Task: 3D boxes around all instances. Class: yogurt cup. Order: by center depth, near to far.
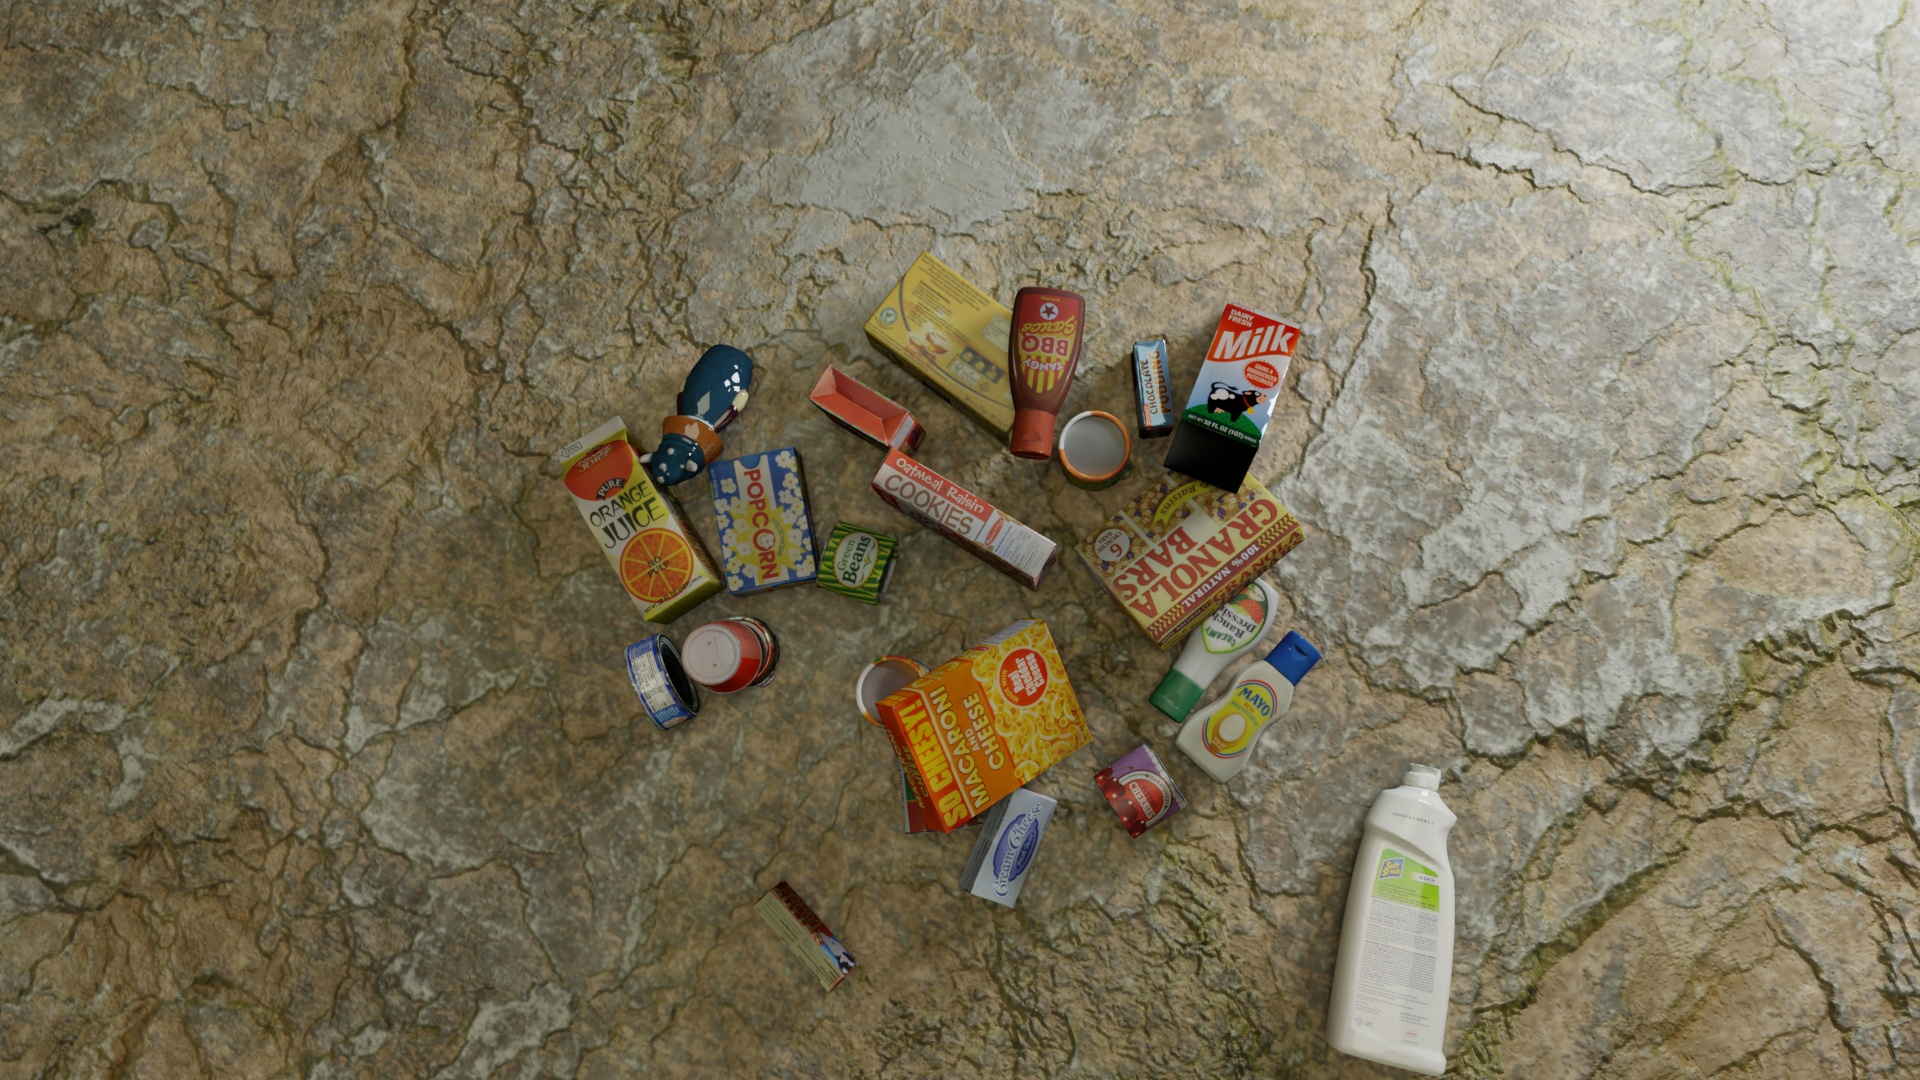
[{"bbox_3d":[-0.217,0.103,1.247,0.072,0.054,0.072,0,83,4],"label":"yogurt cup"}]

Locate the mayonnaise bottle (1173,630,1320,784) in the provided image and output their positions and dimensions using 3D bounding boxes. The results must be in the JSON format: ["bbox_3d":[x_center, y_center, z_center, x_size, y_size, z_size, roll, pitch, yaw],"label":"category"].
[{"bbox_3d":[0.261,0.146,1.245,0.065,0.041,0.148,42,88,10],"label":"mayonnaise bottle"}]

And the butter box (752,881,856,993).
[{"bbox_3d":[-0.139,0.353,1.244,0.024,0.053,0.103,-44,81,1],"label":"butter box"}]

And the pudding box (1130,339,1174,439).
[{"bbox_3d":[0.177,-0.140,1.285,0.030,0.049,0.084,-6,82,2],"label":"pudding box"}]

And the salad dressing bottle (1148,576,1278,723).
[{"bbox_3d":[0.227,0.096,1.253,0.064,0.044,0.147,36,87,11],"label":"salad dressing bottle"}]

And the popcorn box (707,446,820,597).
[{"bbox_3d":[-0.183,-0.017,1.303,0.085,0.038,0.127,-12,82,4],"label":"popcorn box"}]

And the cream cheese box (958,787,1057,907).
[{"bbox_3d":[0.042,0.271,1.242,0.053,0.024,0.104,27,84,-32],"label":"cream cheese box"}]

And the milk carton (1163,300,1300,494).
[{"bbox_3d":[0.250,-0.142,1.248,0.072,0.073,0.191,22,57,8],"label":"milk carton"}]

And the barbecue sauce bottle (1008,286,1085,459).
[{"bbox_3d":[0.071,-0.147,1.229,0.065,0.043,0.148,8,82,1],"label":"barbecue sauce bottle"}]

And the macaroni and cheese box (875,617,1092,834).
[{"bbox_3d":[0.022,0.159,1.210,0.167,0.040,0.123,-28,101,-28],"label":"macaroni and cheese box"}]

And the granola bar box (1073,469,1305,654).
[{"bbox_3d":[0.204,0.003,1.248,0.165,0.039,0.124,-39,59,-1],"label":"granola bar box"}]

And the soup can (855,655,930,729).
[{"bbox_3d":[-0.054,0.138,1.249,0.071,0.083,0.071,0,83,4],"label":"soup can"}]

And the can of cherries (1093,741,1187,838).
[{"bbox_3d":[0.159,0.222,1.228,0.058,0.071,0.071,-32,82,0],"label":"can of cherries"}]

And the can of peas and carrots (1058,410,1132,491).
[{"bbox_3d":[0.125,-0.081,1.276,0.071,0.058,0.071,-1,83,5],"label":"can of peas and carrots"}]

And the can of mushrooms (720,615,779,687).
[{"bbox_3d":[-0.202,0.105,1.291,0.071,0.033,0.071,-1,82,4],"label":"can of mushrooms"}]

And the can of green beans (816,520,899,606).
[{"bbox_3d":[-0.094,0.021,1.276,0.058,0.071,0.071,18,85,6],"label":"can of green beans"}]

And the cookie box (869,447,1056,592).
[{"bbox_3d":[0.004,-0.016,1.245,0.167,0.123,0.040,31,86,7],"label":"cookie box"}]

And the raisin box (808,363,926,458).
[{"bbox_3d":[-0.083,-0.113,1.264,0.086,0.123,0.040,30,88,8],"label":"raisin box"}]

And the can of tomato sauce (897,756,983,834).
[{"bbox_3d":[-0.019,0.217,1.245,0.071,0.071,0.083,-7,82,4],"label":"can of tomato sauce"}]

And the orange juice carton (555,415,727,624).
[{"bbox_3d":[-0.301,-0.021,1.295,0.072,0.073,0.193,-33,81,0],"label":"orange juice carton"}]
